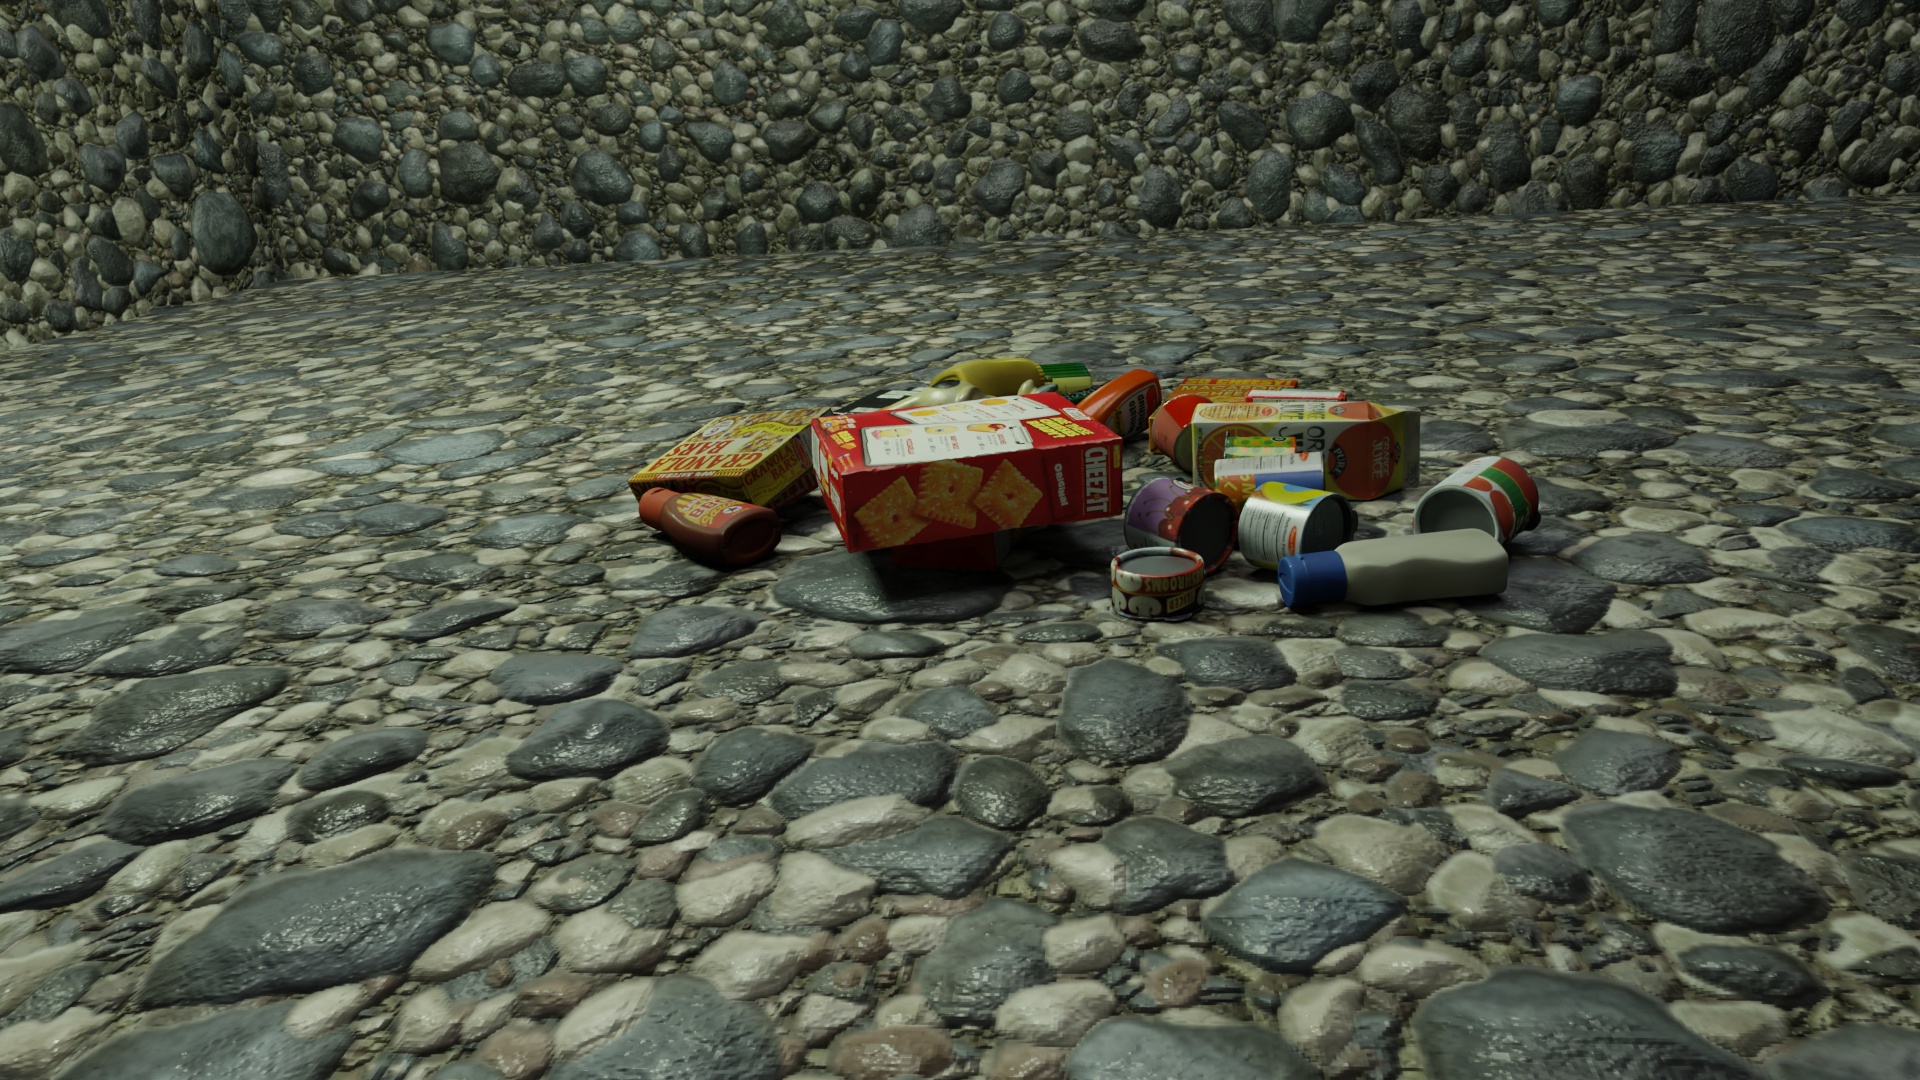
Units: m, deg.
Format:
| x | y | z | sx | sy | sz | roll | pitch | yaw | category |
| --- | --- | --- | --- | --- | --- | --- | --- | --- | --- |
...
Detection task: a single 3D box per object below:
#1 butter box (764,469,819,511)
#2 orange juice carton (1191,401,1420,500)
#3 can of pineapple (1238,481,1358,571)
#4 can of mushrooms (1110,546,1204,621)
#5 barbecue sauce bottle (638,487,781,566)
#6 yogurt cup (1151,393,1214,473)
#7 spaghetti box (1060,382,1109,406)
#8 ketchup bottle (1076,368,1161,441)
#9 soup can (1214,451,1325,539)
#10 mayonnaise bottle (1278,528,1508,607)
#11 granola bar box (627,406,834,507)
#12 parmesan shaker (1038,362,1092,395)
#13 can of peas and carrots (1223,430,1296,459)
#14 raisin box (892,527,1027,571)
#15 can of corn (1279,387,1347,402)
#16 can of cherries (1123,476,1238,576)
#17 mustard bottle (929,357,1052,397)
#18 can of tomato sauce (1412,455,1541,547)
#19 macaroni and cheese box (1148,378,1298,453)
| x | y | z | sx | sy | sz | roll | pitch | yaw | category |
| --- | --- | --- | --- | --- | --- | --- | --- | --- | --- |
| -0.153 | -0.058 | 1.271 | 0.104 | 0.024 | 0.053 | -32 | 28 | -21 | butter box |
| 0.301 | -0.079 | 1.214 | 0.193 | 0.071 | 0.073 | 1 | 19 | 14 | orange juice carton |
| 0.247 | -0.007 | 1.020 | 0.071 | 0.070 | 0.058 | -19 | 23 | -38 | can of pineapple |
| 0.140 | 0.030 | 0.981 | 0.071 | 0.033 | 0.071 | -3 | 18 | 1 | can of mushrooms |
| -0.218 | -0.015 | 1.173 | 0.065 | 0.043 | 0.148 | -25 | 27 | -37 | barbecue sauce bottle |
| 0.219 | -0.098 | 1.302 | 0.072 | 0.072 | 0.054 | -6 | 26 | -6 | yogurt cup |
| 0.089 | -0.118 | 1.407 | 0.251 | 0.050 | 0.029 | -17 | 23 | -35 | spaghetti box |
| 0.139 | -0.119 | 1.389 | 0.149 | 0.064 | 0.043 | -29 | 42 | -35 | ketchup bottle |
| 0.245 | -0.032 | 1.094 | 0.084 | 0.071 | 0.071 | -4 | 18 | 15 | soup can |
| 0.298 | 0.021 | 0.966 | 0.148 | 0.041 | 0.065 | -6 | 19 | -4 | mayonnaise bottle |
| -0.204 | -0.071 | 1.261 | 0.165 | 0.039 | 0.125 | 0 | 32 | 43 | granola bar box |
| 0.083 | -0.153 | 1.490 | 0.103 | 0.071 | 0.071 | -6 | 18 | -17 | parmesan shaker |
| 0.250 | -0.057 | 1.159 | 0.059 | 0.070 | 0.071 | 1 | 19 | 13 | can of peas and carrots |
| 0.004 | -0.014 | 1.133 | 0.086 | 0.040 | 0.124 | 1 | 20 | 17 | raisin box |
| 0.332 | -0.110 | 1.313 | 0.058 | 0.071 | 0.071 | 5 | 20 | 24 | can of corn |
| 0.168 | -0.013 | 1.046 | 0.072 | 0.071 | 0.058 | -16 | 22 | -32 | can of cherries |
| 0.040 | -0.157 | 1.398 | 0.065 | 0.049 | 0.161 | -20 | -3 | 42 | mustard bottle |
| 0.384 | -0.020 | 1.033 | 0.071 | 0.071 | 0.083 | 11 | 24 | 38 | can of tomato sauce |
| 0.270 | -0.127 | 1.413 | 0.124 | 0.040 | 0.167 | 3 | 20 | 21 | macaroni and cheese box |
